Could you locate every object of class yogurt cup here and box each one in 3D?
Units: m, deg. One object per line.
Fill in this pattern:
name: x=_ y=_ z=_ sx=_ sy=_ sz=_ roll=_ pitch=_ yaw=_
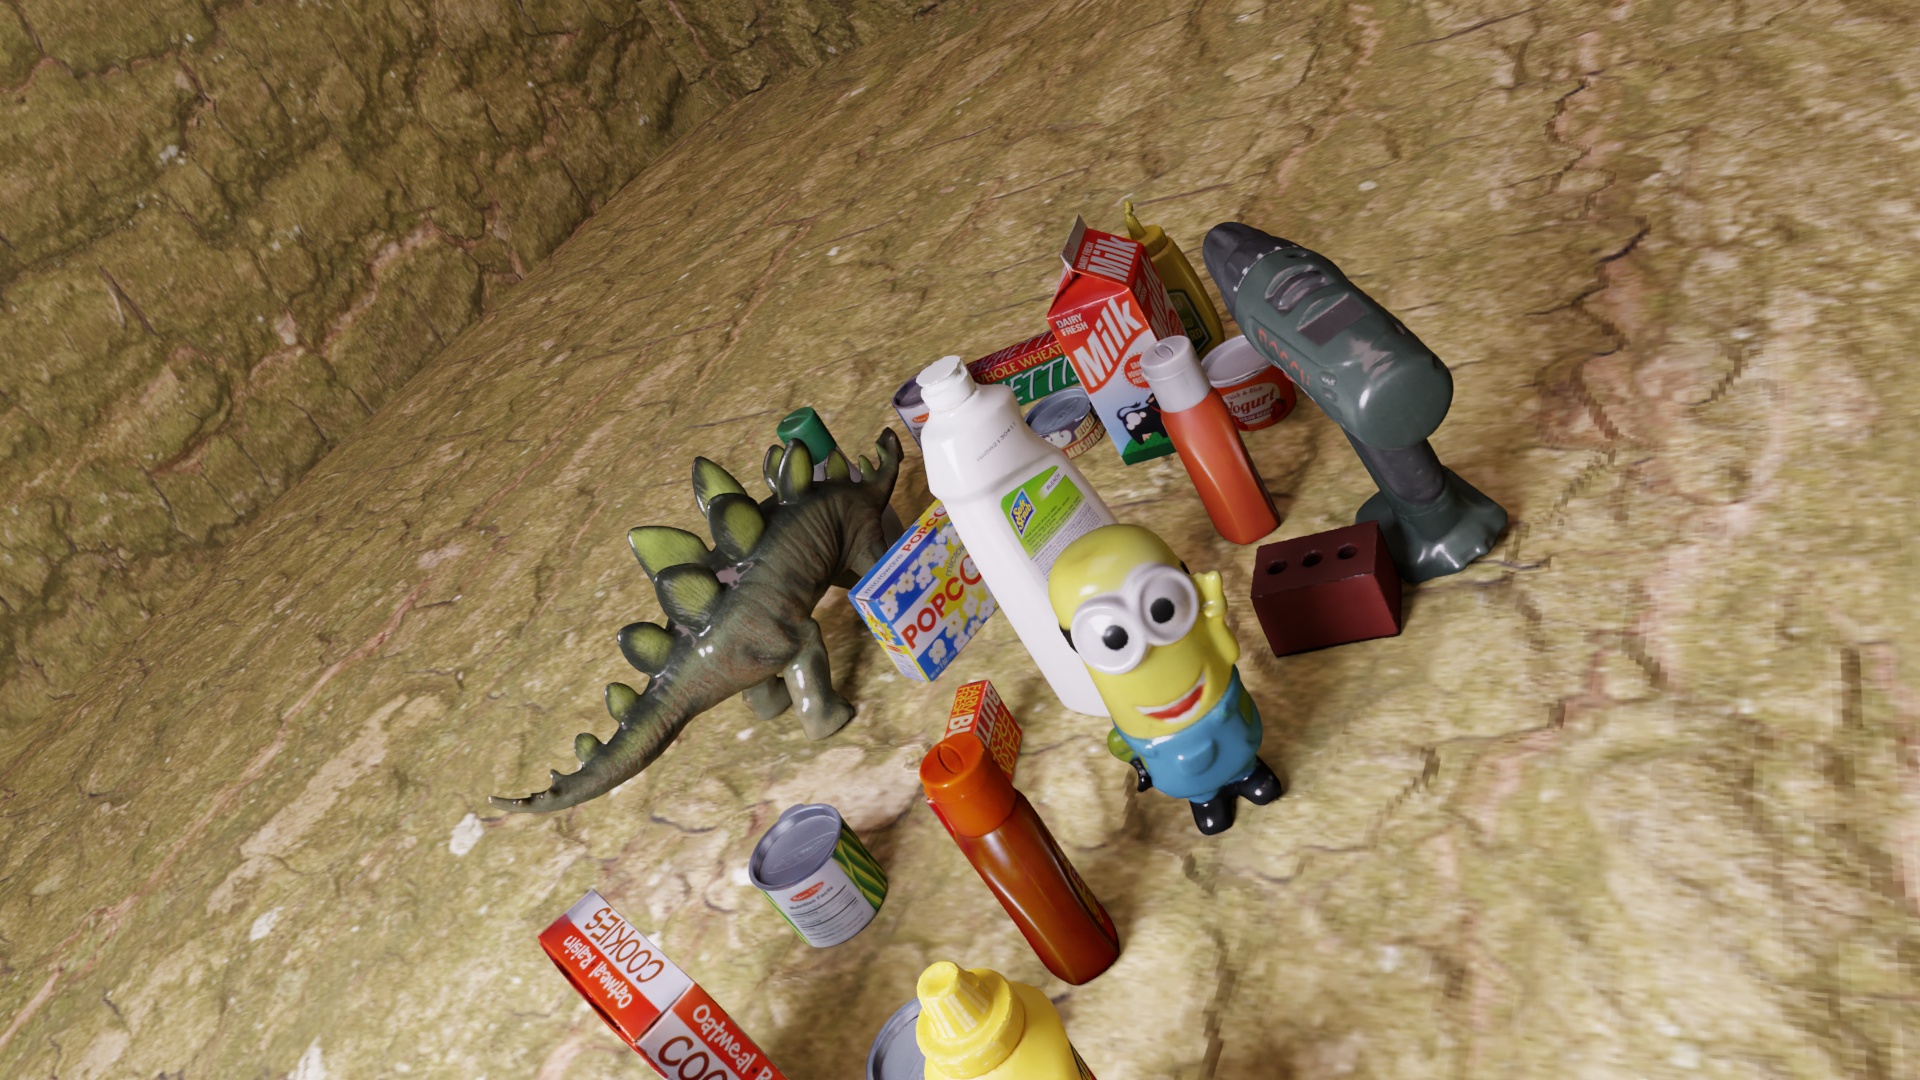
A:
yogurt cup: x=0.223 y=-0.121 z=1.066 sx=0.072 sy=0.053 sz=0.073 roll=-24 pitch=29 yaw=15

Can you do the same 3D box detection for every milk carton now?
milk carton: x=0.126 y=-0.158 z=1.076 sx=0.073 sy=0.190 sz=0.073 roll=-16 pitch=32 yaw=28

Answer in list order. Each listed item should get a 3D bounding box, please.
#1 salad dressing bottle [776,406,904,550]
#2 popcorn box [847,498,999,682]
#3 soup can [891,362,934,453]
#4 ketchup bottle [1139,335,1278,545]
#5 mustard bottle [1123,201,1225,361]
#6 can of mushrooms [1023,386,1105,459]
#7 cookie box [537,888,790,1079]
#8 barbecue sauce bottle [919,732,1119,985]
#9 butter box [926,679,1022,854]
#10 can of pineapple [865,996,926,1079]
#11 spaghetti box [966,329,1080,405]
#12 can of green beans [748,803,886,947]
salad dressing bottle: x=-0.101 y=-0.044 z=1.163 sx=0.064 sy=0.147 sz=0.044 roll=-5 pitch=39 yaw=41
popcorn box: x=-0.015 y=0.031 z=1.027 sx=0.038 sy=0.085 sz=0.127 roll=7 pitch=47 yaw=49
soup can: x=-0.012 y=-0.108 z=1.243 sx=0.071 sy=0.083 sz=0.072 roll=-24 pitch=29 yaw=15
ketchup bottle: x=0.166 y=-0.068 z=0.940 sx=0.043 sy=0.148 sz=0.065 roll=-31 pitch=28 yaw=3
mustard bottle: x=0.166 y=-0.208 z=1.147 sx=0.065 sy=0.159 sz=0.049 roll=-21 pitch=30 yaw=20
can of mushrooms: x=0.090 y=-0.098 z=1.182 sx=0.071 sy=0.033 sz=0.071 roll=-24 pitch=29 yaw=15
cookie box: x=-0.128 y=0.259 z=0.694 sx=0.040 sy=0.167 sz=0.123 roll=-45 pitch=31 yaw=-22
barbecue sauce bottle: x=0.029 y=0.162 z=0.714 sx=0.044 sy=0.148 sz=0.065 roll=-35 pitch=28 yaw=-6
butter box: x=0.010 y=0.141 z=0.865 sx=0.024 sy=0.053 sz=0.104 roll=-18 pitch=32 yaw=25
can of pineapple: x=-0.003 y=0.265 z=0.678 sx=0.071 sy=0.057 sz=0.071 roll=-24 pitch=29 yaw=15
spaghetti box: x=0.070 y=-0.159 z=1.279 sx=0.249 sy=0.050 sz=0.029 roll=-20 pitch=31 yaw=20
can of green beans: x=-0.087 y=0.205 z=0.853 sx=0.071 sy=0.057 sz=0.071 roll=-24 pitch=29 yaw=15
